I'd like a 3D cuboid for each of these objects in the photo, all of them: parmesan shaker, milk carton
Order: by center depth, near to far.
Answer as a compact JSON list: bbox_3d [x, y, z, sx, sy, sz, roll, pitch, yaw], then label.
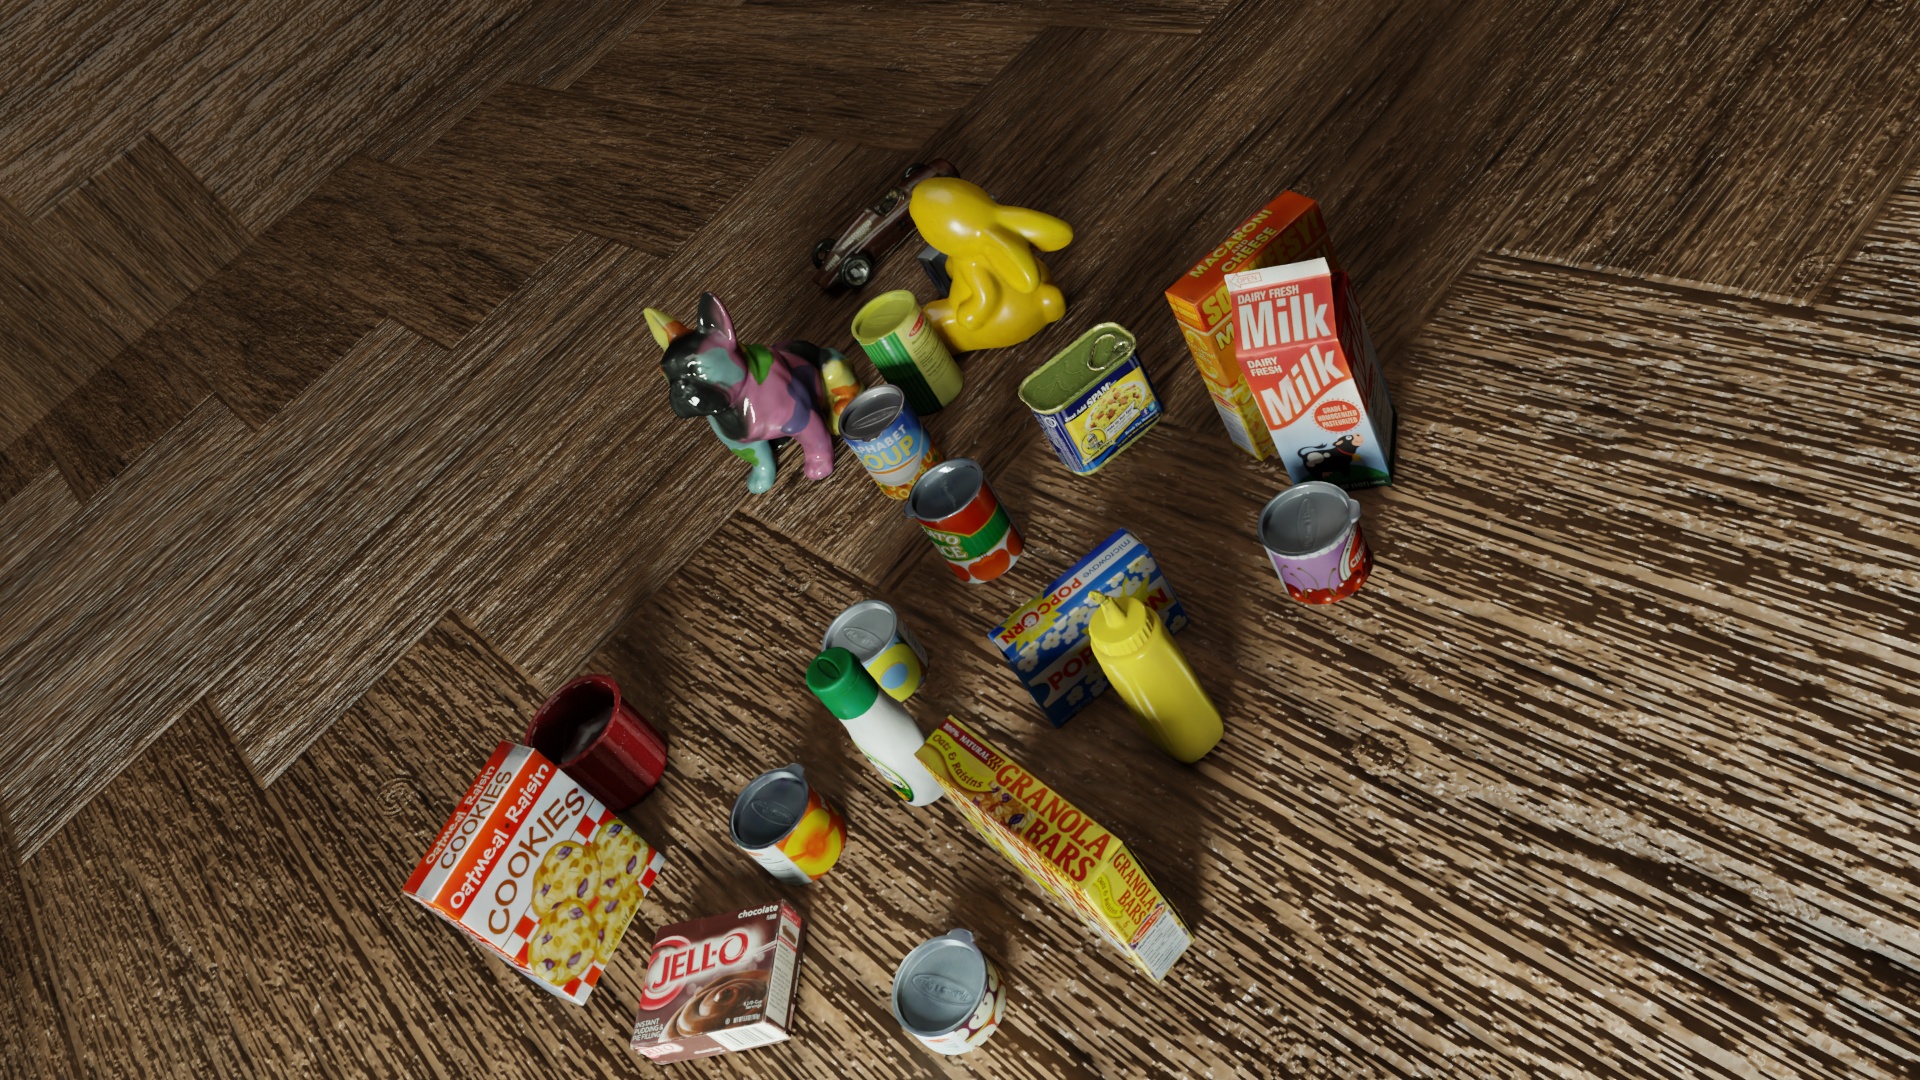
[{"bbox_3d":[0.249,-0.122,0.982,0.072,0.190,0.074,-7,47,29],"label":"milk carton"},{"bbox_3d":[-0.050,-0.172,1.296,0.071,0.102,0.072,-18,43,18],"label":"parmesan shaker"}]

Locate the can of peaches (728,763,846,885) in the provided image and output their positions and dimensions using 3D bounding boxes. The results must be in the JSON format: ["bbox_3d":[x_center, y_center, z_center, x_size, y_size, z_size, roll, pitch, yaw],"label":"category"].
[{"bbox_3d":[-0.123,0.206,1.008,0.071,0.058,0.071,-18,43,18],"label":"can of peaches"}]

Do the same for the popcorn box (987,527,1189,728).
[{"bbox_3d":[0.092,0.062,0.987,0.127,0.085,0.038,-38,40,-5],"label":"popcorn box"}]

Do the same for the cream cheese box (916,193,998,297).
[{"bbox_3d":[0.006,-0.303,1.426,0.104,0.053,0.024,-48,42,-16],"label":"cream cheese box"}]

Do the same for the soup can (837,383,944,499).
[{"bbox_3d":[-0.060,-0.084,1.233,0.071,0.083,0.072,-18,43,18],"label":"soup can"}]

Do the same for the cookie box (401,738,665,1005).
[{"bbox_3d":[-0.304,0.242,1.009,0.040,0.167,0.123,3,53,36],"label":"cookie box"}]

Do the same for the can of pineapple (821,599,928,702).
[{"bbox_3d":[-0.068,0.090,1.086,0.071,0.057,0.071,-18,43,18],"label":"can of pineapple"}]

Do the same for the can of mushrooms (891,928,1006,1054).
[{"bbox_3d":[-0.006,0.284,0.874,0.071,0.033,0.071,-18,43,18],"label":"can of mushrooms"}]

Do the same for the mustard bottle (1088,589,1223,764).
[{"bbox_3d":[0.120,0.081,0.892,0.049,0.159,0.065,-39,40,-5],"label":"mustard bottle"}]

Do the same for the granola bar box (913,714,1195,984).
[{"bbox_3d":[0.057,0.187,0.857,0.039,0.123,0.166,-46,42,-13],"label":"granola bar box"}]

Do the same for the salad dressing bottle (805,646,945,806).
[{"bbox_3d":[-0.056,0.130,0.970,0.044,0.147,0.064,-44,41,-11],"label":"salad dressing bottle"}]

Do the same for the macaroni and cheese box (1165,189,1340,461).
[{"bbox_3d":[0.235,-0.160,1.047,0.124,0.166,0.040,-41,41,-8],"label":"macaroni and cheese box"}]

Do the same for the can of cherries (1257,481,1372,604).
[{"bbox_3d":[0.249,0.002,0.962,0.071,0.058,0.072,-18,43,18],"label":"can of cherries"}]

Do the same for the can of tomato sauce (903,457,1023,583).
[{"bbox_3d":[0.004,-0.014,1.121,0.071,0.082,0.071,-18,43,18],"label":"can of tomato sauce"}]
